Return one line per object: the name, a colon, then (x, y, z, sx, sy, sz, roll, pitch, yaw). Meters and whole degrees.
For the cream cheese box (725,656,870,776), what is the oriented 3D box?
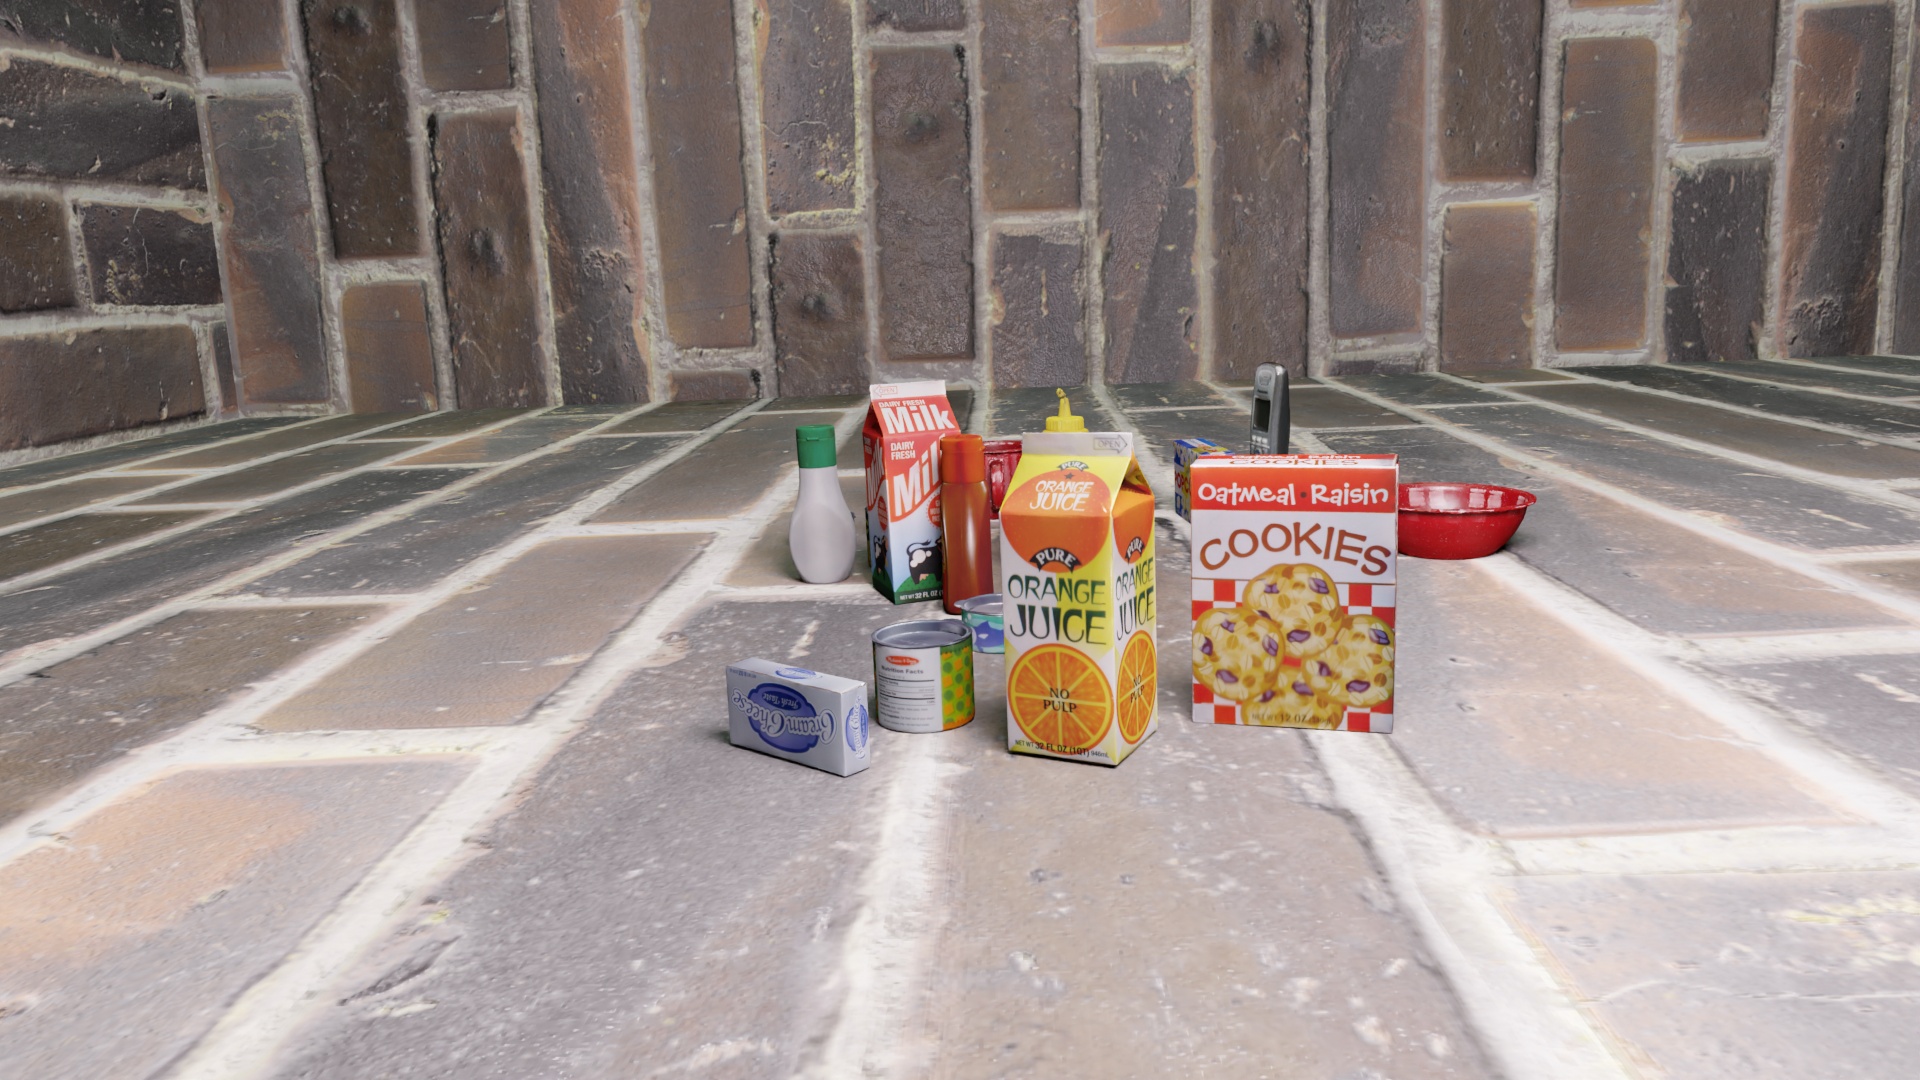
cream cheese box: (-0.099, 0.106, 0.845, 0.104, 0.053, 0.024, 7, 14, 39)

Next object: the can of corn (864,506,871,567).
can of corn: (-0.062, -0.005, 1.372, 0.071, 0.058, 0.071, -2, 11, 1)

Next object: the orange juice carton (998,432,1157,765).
orange juice carton: (0.072, 0.030, 0.833, 0.072, 0.192, 0.073, 3, 12, 28)

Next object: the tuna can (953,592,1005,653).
tuna can: (0.031, 0.064, 1.078, 0.071, 0.032, 0.071, -2, 11, 1)

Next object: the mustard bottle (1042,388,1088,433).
mustard bottle: (0.111, -0.079, 1.445, 0.065, 0.159, 0.049, 8, 15, 42)

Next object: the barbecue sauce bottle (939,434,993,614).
barbecue sauce bottle: (0.004, -0.015, 1.181, 0.044, 0.148, 0.065, -1, 11, 7)

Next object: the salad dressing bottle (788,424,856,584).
salad dressing bottle: (-0.132, -0.035, 1.311, 0.064, 0.147, 0.044, -2, 11, 3)

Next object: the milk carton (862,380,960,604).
milk carton: (-0.042, -0.046, 1.238, 0.072, 0.190, 0.073, -6, 11, -19)

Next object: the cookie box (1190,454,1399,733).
cookie box: (0.207, 0.031, 0.864, 0.123, 0.167, 0.040, 1, 11, 18)

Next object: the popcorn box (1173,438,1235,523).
popcorn box: (0.266, -0.062, 1.519, 0.038, 0.085, 0.127, -3, 11, -5)

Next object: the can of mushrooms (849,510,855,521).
can of mushrooms: (-0.143, -0.011, 1.482, 0.071, 0.033, 0.071, -2, 11, 1)

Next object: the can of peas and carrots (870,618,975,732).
can of peas and carrots: (-0.023, 0.087, 0.908, 0.071, 0.058, 0.071, -2, 11, 1)
